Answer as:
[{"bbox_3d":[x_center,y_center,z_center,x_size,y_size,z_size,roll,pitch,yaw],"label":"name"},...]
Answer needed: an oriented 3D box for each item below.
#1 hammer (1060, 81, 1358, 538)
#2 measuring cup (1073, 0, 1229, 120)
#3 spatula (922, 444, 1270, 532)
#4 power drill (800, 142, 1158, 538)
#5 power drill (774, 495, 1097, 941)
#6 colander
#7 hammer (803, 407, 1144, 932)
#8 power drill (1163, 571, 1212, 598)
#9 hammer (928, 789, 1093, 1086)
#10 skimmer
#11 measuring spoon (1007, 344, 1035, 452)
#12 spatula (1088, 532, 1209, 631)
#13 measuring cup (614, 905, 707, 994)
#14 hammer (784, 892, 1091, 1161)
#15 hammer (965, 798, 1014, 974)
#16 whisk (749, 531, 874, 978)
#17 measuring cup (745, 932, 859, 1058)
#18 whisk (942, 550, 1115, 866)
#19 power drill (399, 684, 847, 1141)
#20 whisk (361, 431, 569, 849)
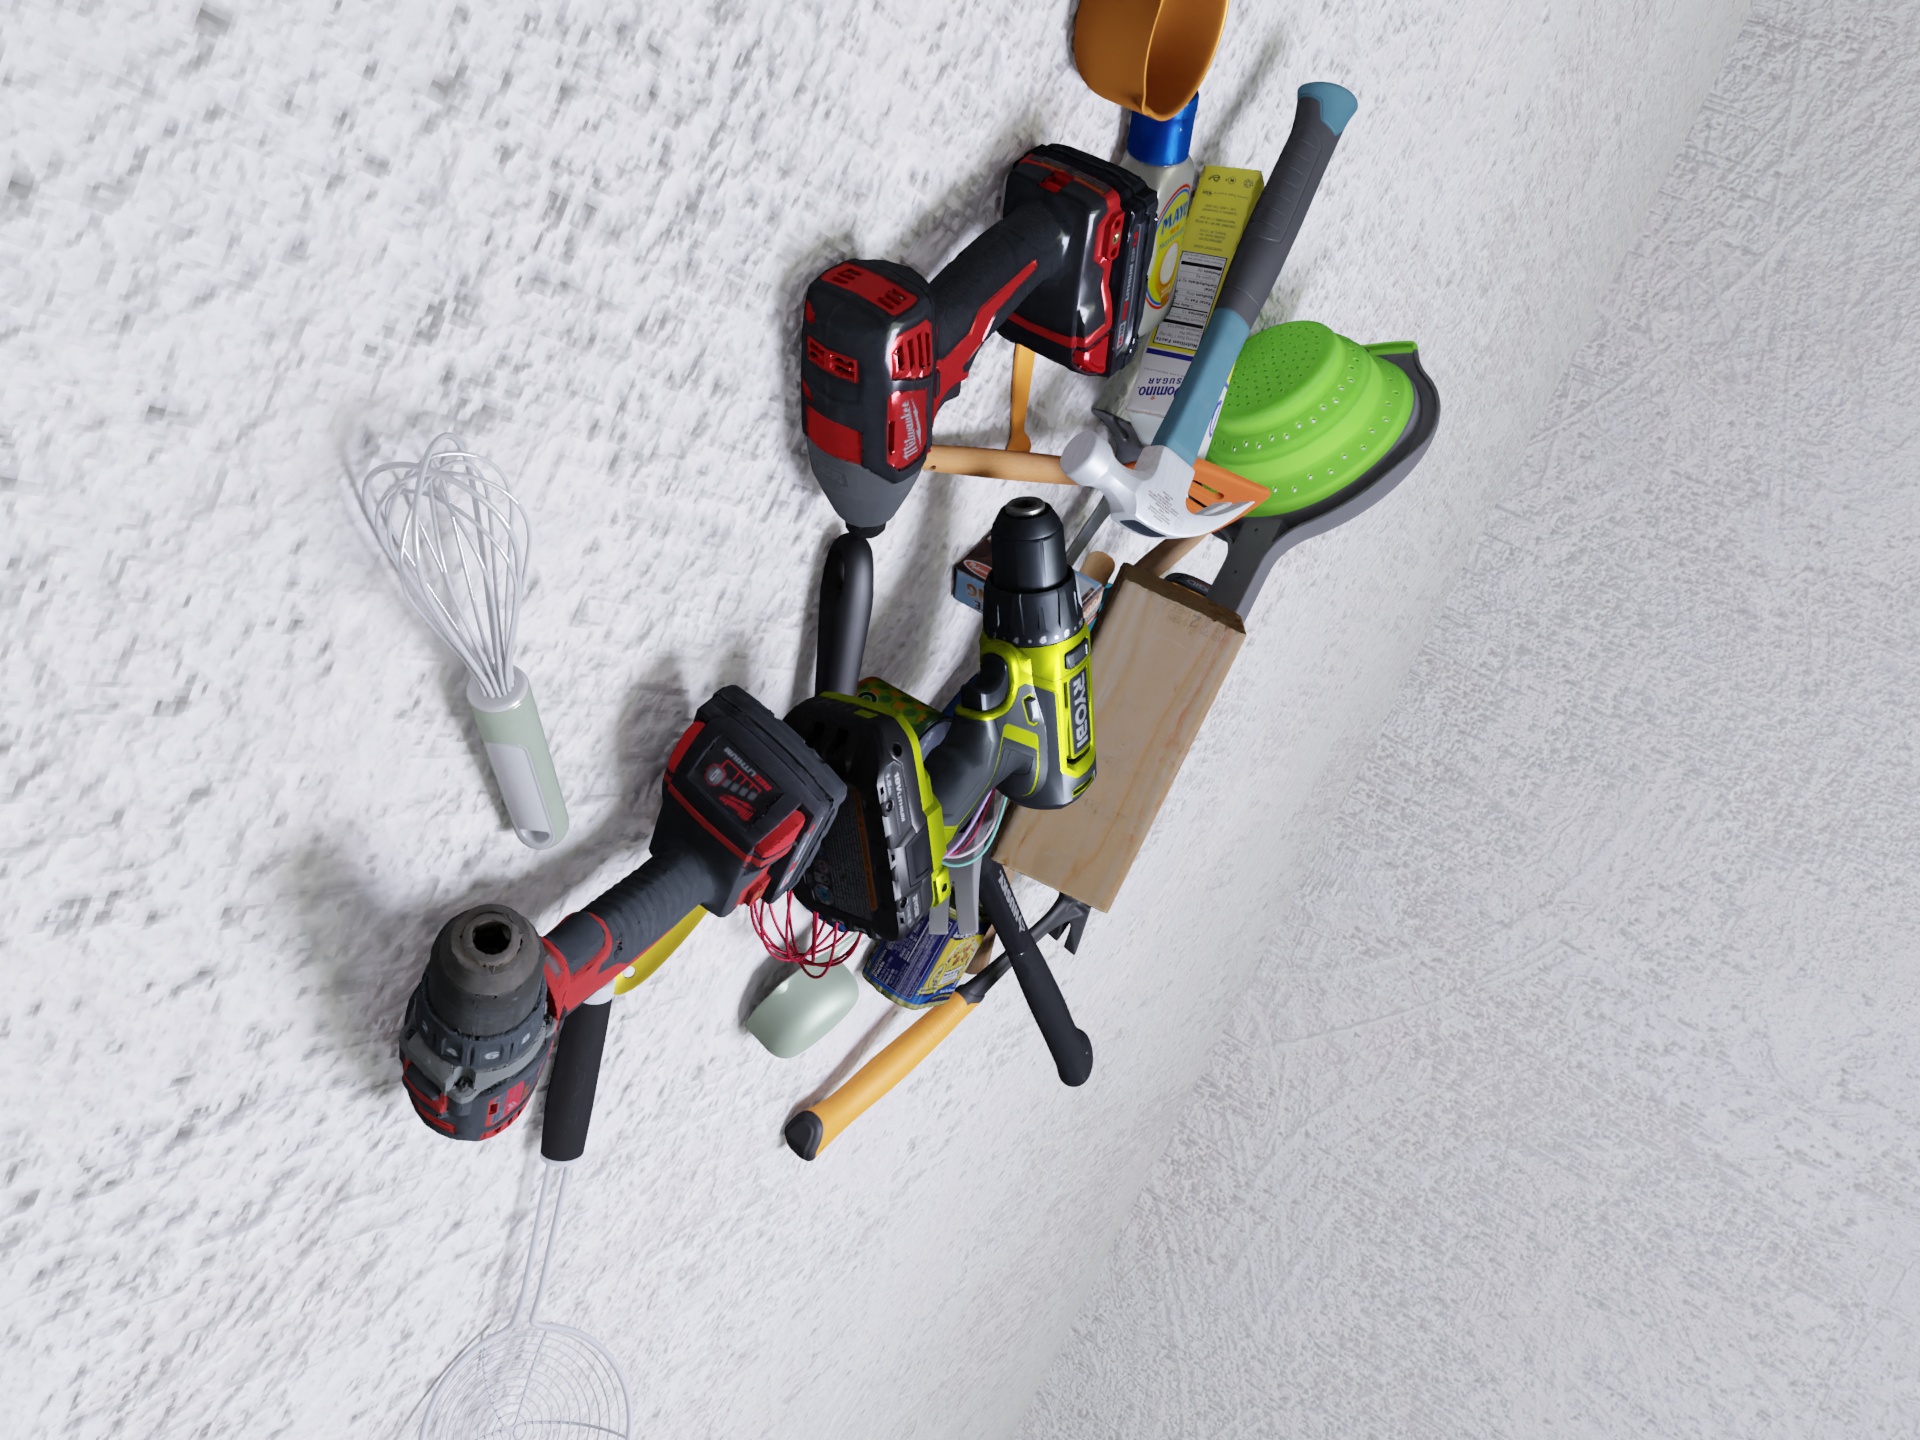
[{"bbox_3d":[0.173,-0.260,0.987,0.128,0.033,0.331,34,74,-34],"label":"hammer"},{"bbox_3d":[0.084,-0.373,0.785,0.095,0.052,0.173,-60,157,-3],"label":"measuring cup"},{"bbox_3d":[0.079,-0.146,0.989,0.081,0.041,0.322,-28,166,38],"label":"spatula"},{"bbox_3d":[0.005,-0.190,0.803,0.220,0.079,0.143,-42,152,-34],"label":"power drill"},{"bbox_3d":[-0.001,-0.003,0.884,0.228,0.080,0.190,-39,134,-43],"label":"power drill"},{"bbox_3d":[0.215,-0.173,1.181,0.094,0.204,0.397,50,59,-35],"label":"colander"},{"bbox_3d":[0.020,-0.036,1.079,0.405,0.035,0.144,-55,158,-15],"label":"hammer"},{"bbox_3d":[0.143,-0.002,1.284,0.226,0.084,0.185,-51,166,-53],"label":"power drill"},{"bbox_3d":[0.047,0.181,1.210,0.334,0.035,0.146,67,27,-42],"label":"hammer"},{"bbox_3d":[-0.222,0.306,0.881,0.127,0.090,0.363,0,119,-31],"label":"skimmer"},{"bbox_3d":[0.041,-0.202,0.951,0.021,0.011,0.116,-45,153,-36],"label":"measuring spoon"},{"bbox_3d":[0.134,-0.096,1.162,0.082,0.044,0.317,-56,-176,-14],"label":"spatula"},{"bbox_3d":[-0.141,0.087,0.874,0.156,0.062,0.029,-48,-157,1],"label":"measuring cup"},{"bbox_3d":[-0.010,0.240,1.294,0.337,0.034,0.127,-37,155,-30],"label":"hammer"},{"bbox_3d":[0.042,0.081,1.271,0.130,0.031,0.331,-47,157,-47],"label":"hammer"},{"bbox_3d":[-0.078,0.028,0.912,0.073,0.073,0.295,-34,141,-50],"label":"whisk"},{"bbox_3d":[-0.067,0.162,1.054,0.167,0.038,0.083,-39,167,-5],"label":"measuring cup"},{"bbox_3d":[0.040,-0.008,1.053,0.245,0.051,0.047,-60,154,-12],"label":"whisk"},{"bbox_3d":[-0.156,0.082,0.719,0.227,0.080,0.187,-43,171,-34],"label":"power drill"},{"bbox_3d":[-0.184,-0.017,0.628,0.246,0.058,0.059,94,1,-55],"label":"whisk"}]
